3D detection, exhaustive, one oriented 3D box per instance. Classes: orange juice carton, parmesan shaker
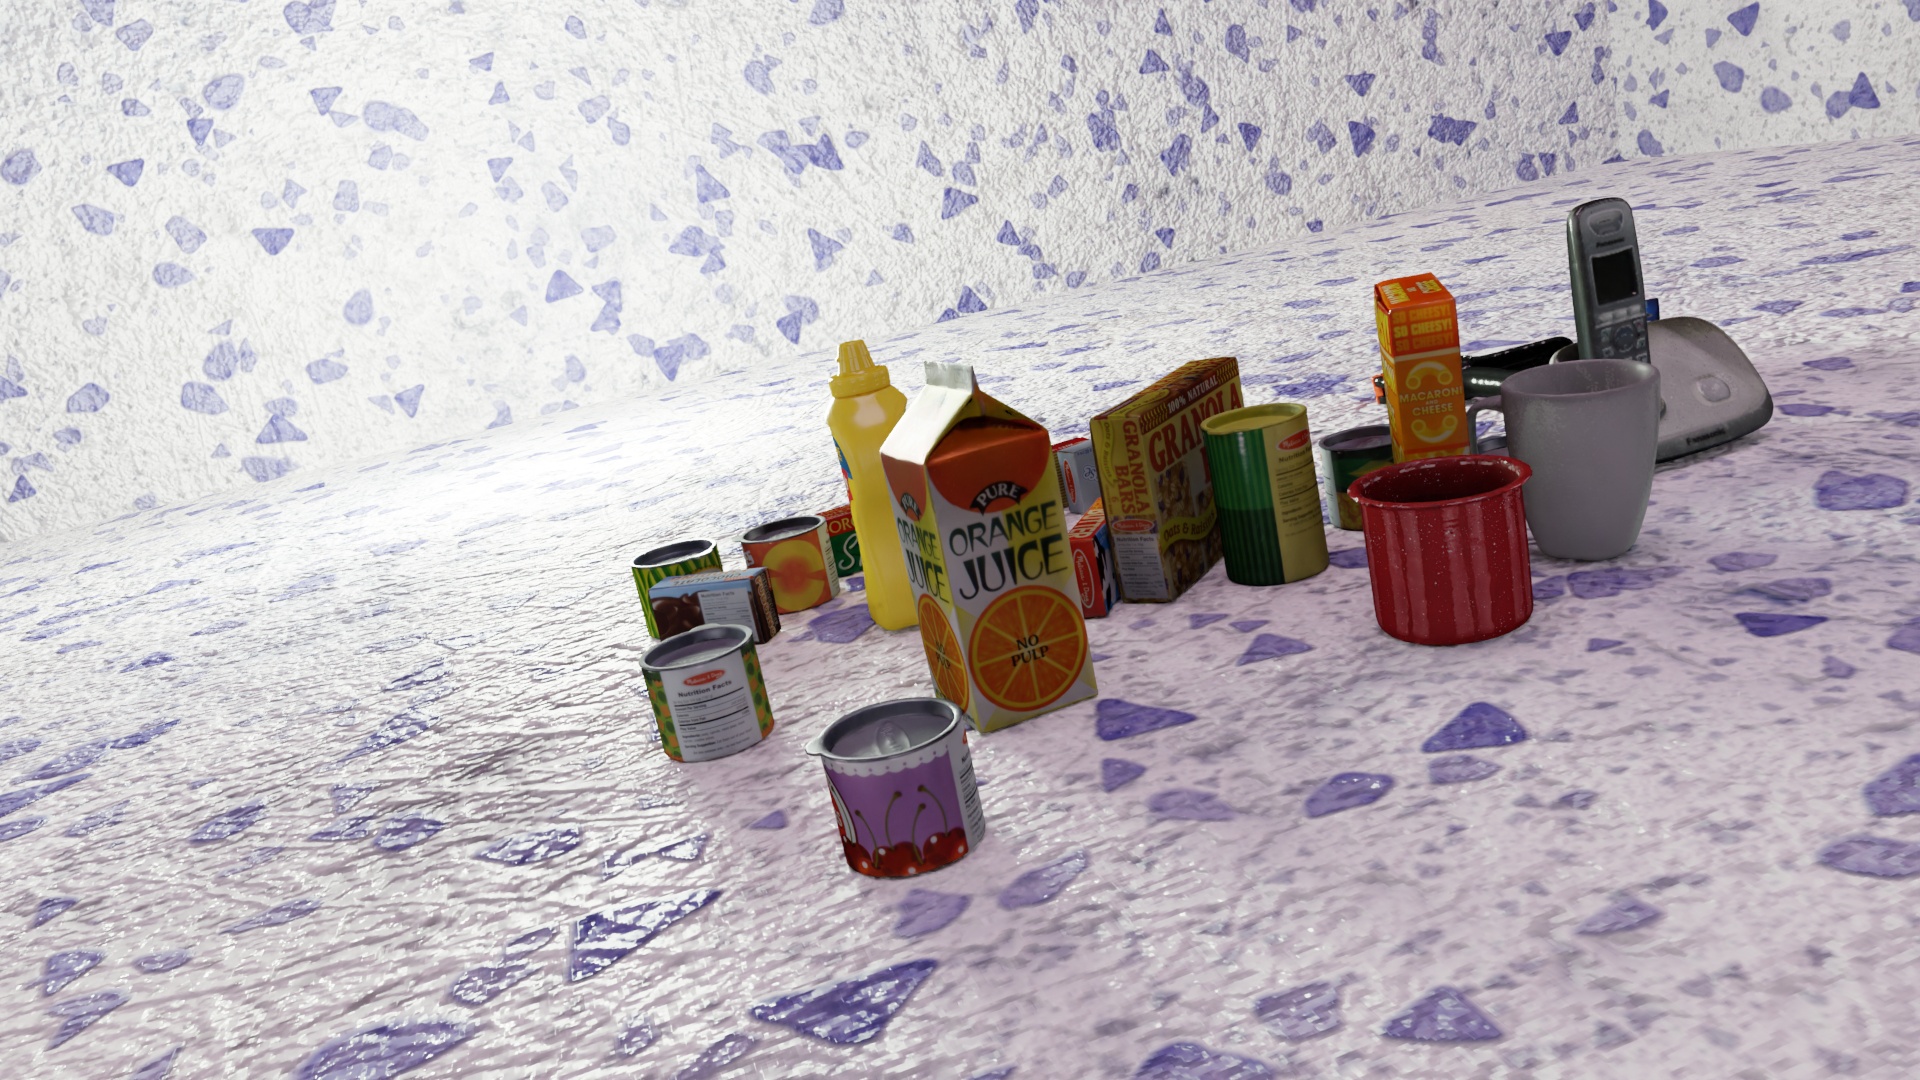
[{"bbox_3d":[0.011,-0.003,0.747,0.073,0.192,0.072,-17,15,-18],"label":"orange juice carton"},{"bbox_3d":[0.191,-0.029,0.880,0.071,0.102,0.071,-11,14,3],"label":"parmesan shaker"}]

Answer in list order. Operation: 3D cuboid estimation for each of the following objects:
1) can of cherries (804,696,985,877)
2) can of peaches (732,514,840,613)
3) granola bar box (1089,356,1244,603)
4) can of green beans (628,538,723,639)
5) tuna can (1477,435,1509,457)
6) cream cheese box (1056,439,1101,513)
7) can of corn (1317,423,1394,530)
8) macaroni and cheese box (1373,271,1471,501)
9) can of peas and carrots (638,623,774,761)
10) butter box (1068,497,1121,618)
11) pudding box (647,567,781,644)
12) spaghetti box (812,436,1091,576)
[{"bbox_3d":[-0.029,0.110,0.623,0.071,0.058,0.072,-11,15,3],"label":"can of cherries"},{"bbox_3d":[-0.130,0.018,1.042,0.071,0.058,0.071,-11,15,3],"label":"can of peaches"},{"bbox_3d":[0.147,-0.044,0.931,0.039,0.124,0.166,-2,17,33],"label":"granola bar box"},{"bbox_3d":[-0.208,0.036,1.037,0.071,0.057,0.071,-11,15,3],"label":"can of green beans"},{"bbox_3d":[0.381,-0.050,0.952,0.071,0.032,0.071,-11,15,3],"label":"tuna can"},{"bbox_3d":[0.129,-0.062,1.148,0.104,0.053,0.024,-21,17,-33],"label":"cream cheese box"},{"bbox_3d":[0.285,-0.044,0.952,0.071,0.058,0.071,-11,15,3],"label":"can of corn"},{"bbox_3d":[0.281,-0.070,0.840,0.040,0.166,0.124,-8,15,15],"label":"macaroni and cheese box"},{"bbox_3d":[-0.145,0.086,0.800,0.071,0.058,0.071,-11,15,3],"label":"can of peas and carrots"},{"bbox_3d":[0.093,0.009,0.913,0.024,0.053,0.104,-6,16,22],"label":"butter box"},{"bbox_3d":[-0.173,0.049,0.979,0.083,0.049,0.030,-7,15,18],"label":"pudding box"},{"bbox_3d":[0.000,-0.028,1.130,0.251,0.050,0.029,-17,15,-20],"label":"spaghetti box"}]
